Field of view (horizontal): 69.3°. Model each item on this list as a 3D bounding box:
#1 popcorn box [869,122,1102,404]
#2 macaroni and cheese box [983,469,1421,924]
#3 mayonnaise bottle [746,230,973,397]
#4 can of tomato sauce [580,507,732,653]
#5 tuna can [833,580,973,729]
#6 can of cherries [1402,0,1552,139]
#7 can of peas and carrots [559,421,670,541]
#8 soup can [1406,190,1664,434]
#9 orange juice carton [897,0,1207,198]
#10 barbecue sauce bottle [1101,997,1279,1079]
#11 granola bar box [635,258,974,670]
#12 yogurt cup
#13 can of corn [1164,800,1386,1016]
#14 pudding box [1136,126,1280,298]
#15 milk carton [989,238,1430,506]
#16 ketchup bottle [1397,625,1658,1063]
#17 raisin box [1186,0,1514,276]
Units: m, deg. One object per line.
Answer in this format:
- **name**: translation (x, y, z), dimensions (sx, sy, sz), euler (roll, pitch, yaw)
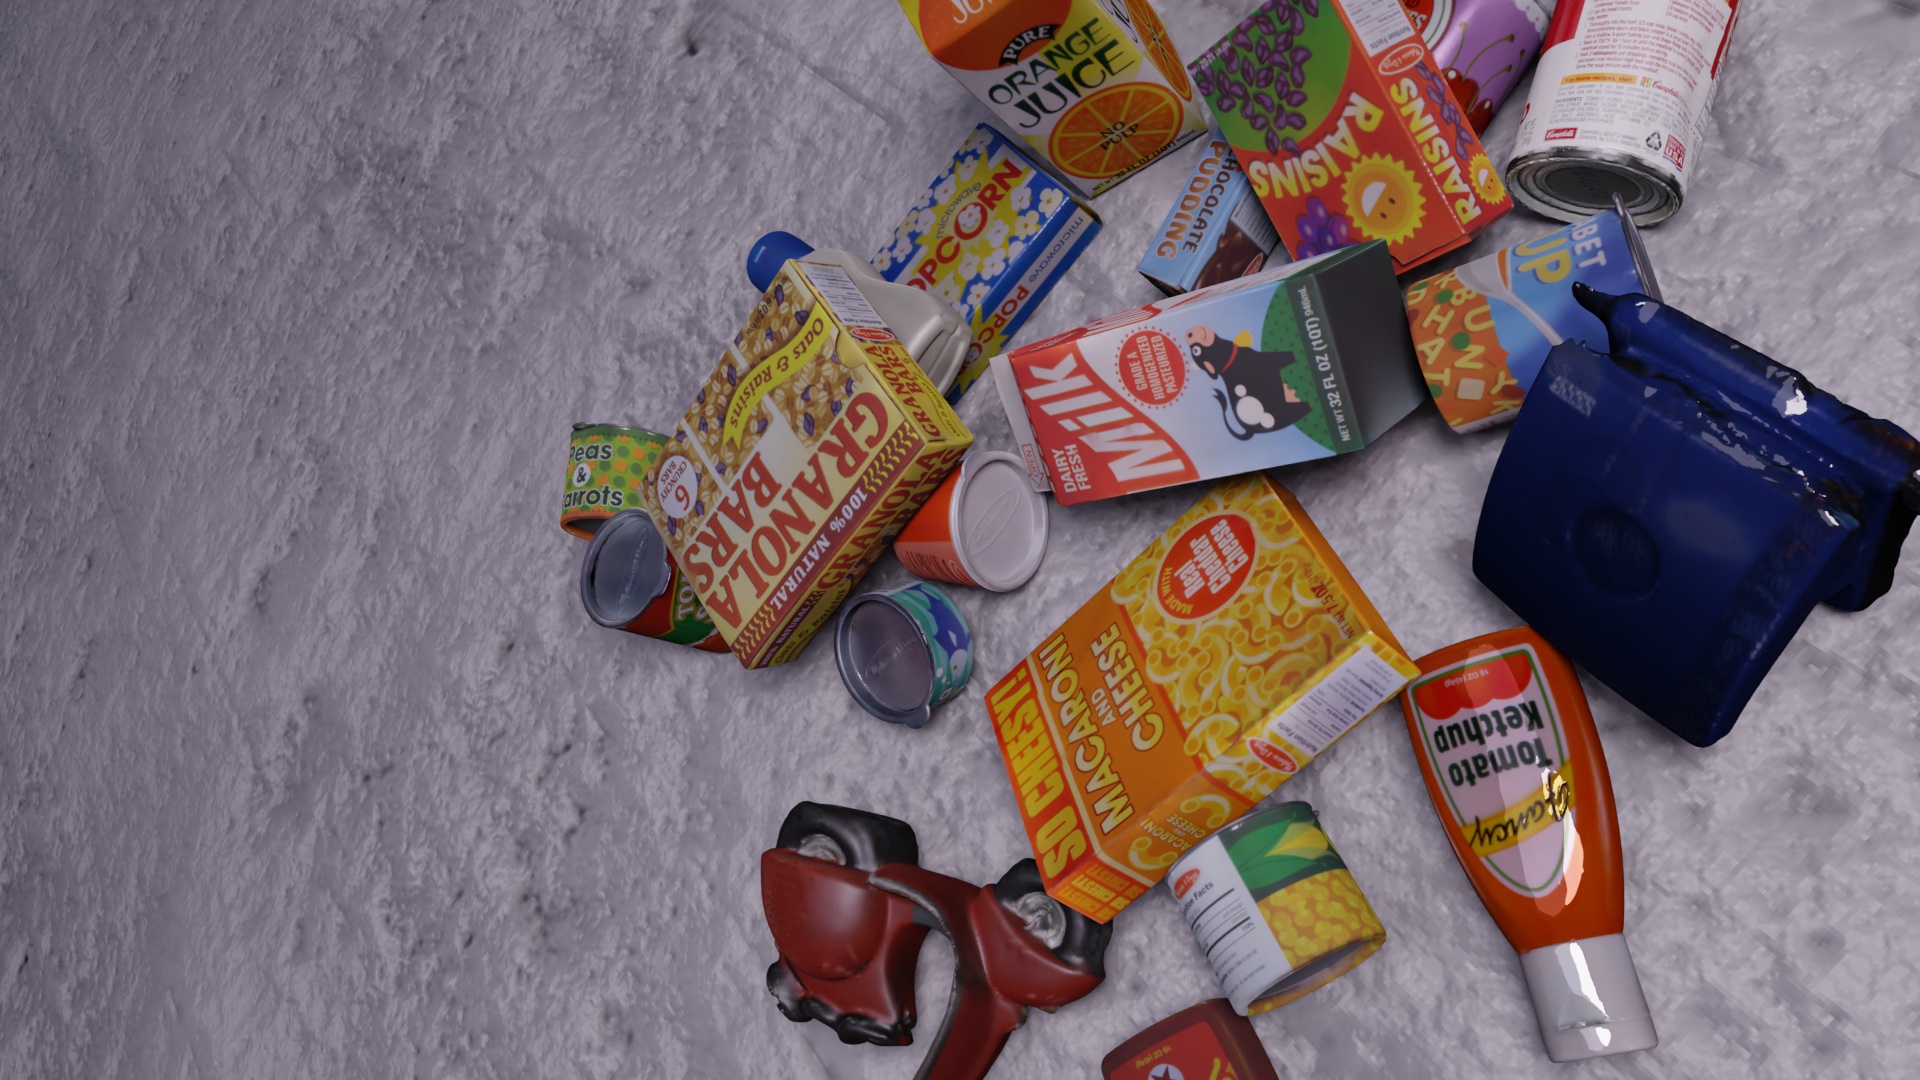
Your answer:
- **popcorn box**: translation (0.004, -0.148, 0.741), dimensions (0.126, 0.038, 0.085), euler (-50, 54, 13)
- **macaroni and cheese box**: translation (0.092, 0.061, 0.584), dimensions (0.166, 0.040, 0.124), euler (-44, 33, 18)
- **mayonnaise bottle**: translation (-0.059, -0.119, 0.726), dimensions (0.148, 0.041, 0.064), euler (39, 102, 39)
- **can of tomato sauce**: translation (-0.155, 0.024, 0.771), dimensions (0.071, 0.083, 0.071), euler (-12, 69, 33)
- **tuna can**: translation (-0.027, 0.056, 0.686), dimensions (0.071, 0.033, 0.071), euler (13, 111, 37)
- **can of cherries**: translation (0.205, -0.210, 0.594), dimensions (0.071, 0.071, 0.058), euler (40, 101, 37)
- **can of peas and carrots**: translation (-0.206, -0.033, 0.834), dimensions (0.071, 0.071, 0.059), euler (-8, 72, 34)
- **soup can**: translation (0.225, -0.087, 0.541), dimensions (0.083, 0.071, 0.071), euler (-19, 65, 31)
- **orange juice carton**: translation (0.037, -0.245, 0.650), dimensions (0.071, 0.192, 0.073), euler (-26, 63, 26)
- **barbecue sauce bottle**: translation (0.111, 0.257, 0.529), dimensions (0.064, 0.043, 0.149), euler (-37, 57, 20)
- **granola bar box**: translation (-0.083, -0.035, 0.685), dimensions (0.164, 0.039, 0.124), euler (-50, 64, 29)
- **yogurt cup**: translation (0.002, -0.009, 0.682), dimensions (0.054, 0.072, 0.072), euler (-3, 74, 44)
- **can of corn**: translation (0.125, 0.143, 0.544), dimensions (0.071, 0.071, 0.058), euler (-40, 57, 20)
- **pudding box**: translation (0.123, -0.147, 0.647), dimensions (0.030, 0.049, 0.083), euler (33, 96, 40)
- **milk carton**: translation (0.093, -0.066, 0.603), dimensions (0.190, 0.074, 0.072), euler (-9, 105, 42)
- **ketchup bottle**: translation (0.210, 0.109, 0.506), dimensions (0.064, 0.043, 0.149), euler (-25, 63, 30)
- **raisin box**: translation (0.159, -0.168, 0.576), dimensions (0.123, 0.040, 0.086), euler (59, 150, -4)
